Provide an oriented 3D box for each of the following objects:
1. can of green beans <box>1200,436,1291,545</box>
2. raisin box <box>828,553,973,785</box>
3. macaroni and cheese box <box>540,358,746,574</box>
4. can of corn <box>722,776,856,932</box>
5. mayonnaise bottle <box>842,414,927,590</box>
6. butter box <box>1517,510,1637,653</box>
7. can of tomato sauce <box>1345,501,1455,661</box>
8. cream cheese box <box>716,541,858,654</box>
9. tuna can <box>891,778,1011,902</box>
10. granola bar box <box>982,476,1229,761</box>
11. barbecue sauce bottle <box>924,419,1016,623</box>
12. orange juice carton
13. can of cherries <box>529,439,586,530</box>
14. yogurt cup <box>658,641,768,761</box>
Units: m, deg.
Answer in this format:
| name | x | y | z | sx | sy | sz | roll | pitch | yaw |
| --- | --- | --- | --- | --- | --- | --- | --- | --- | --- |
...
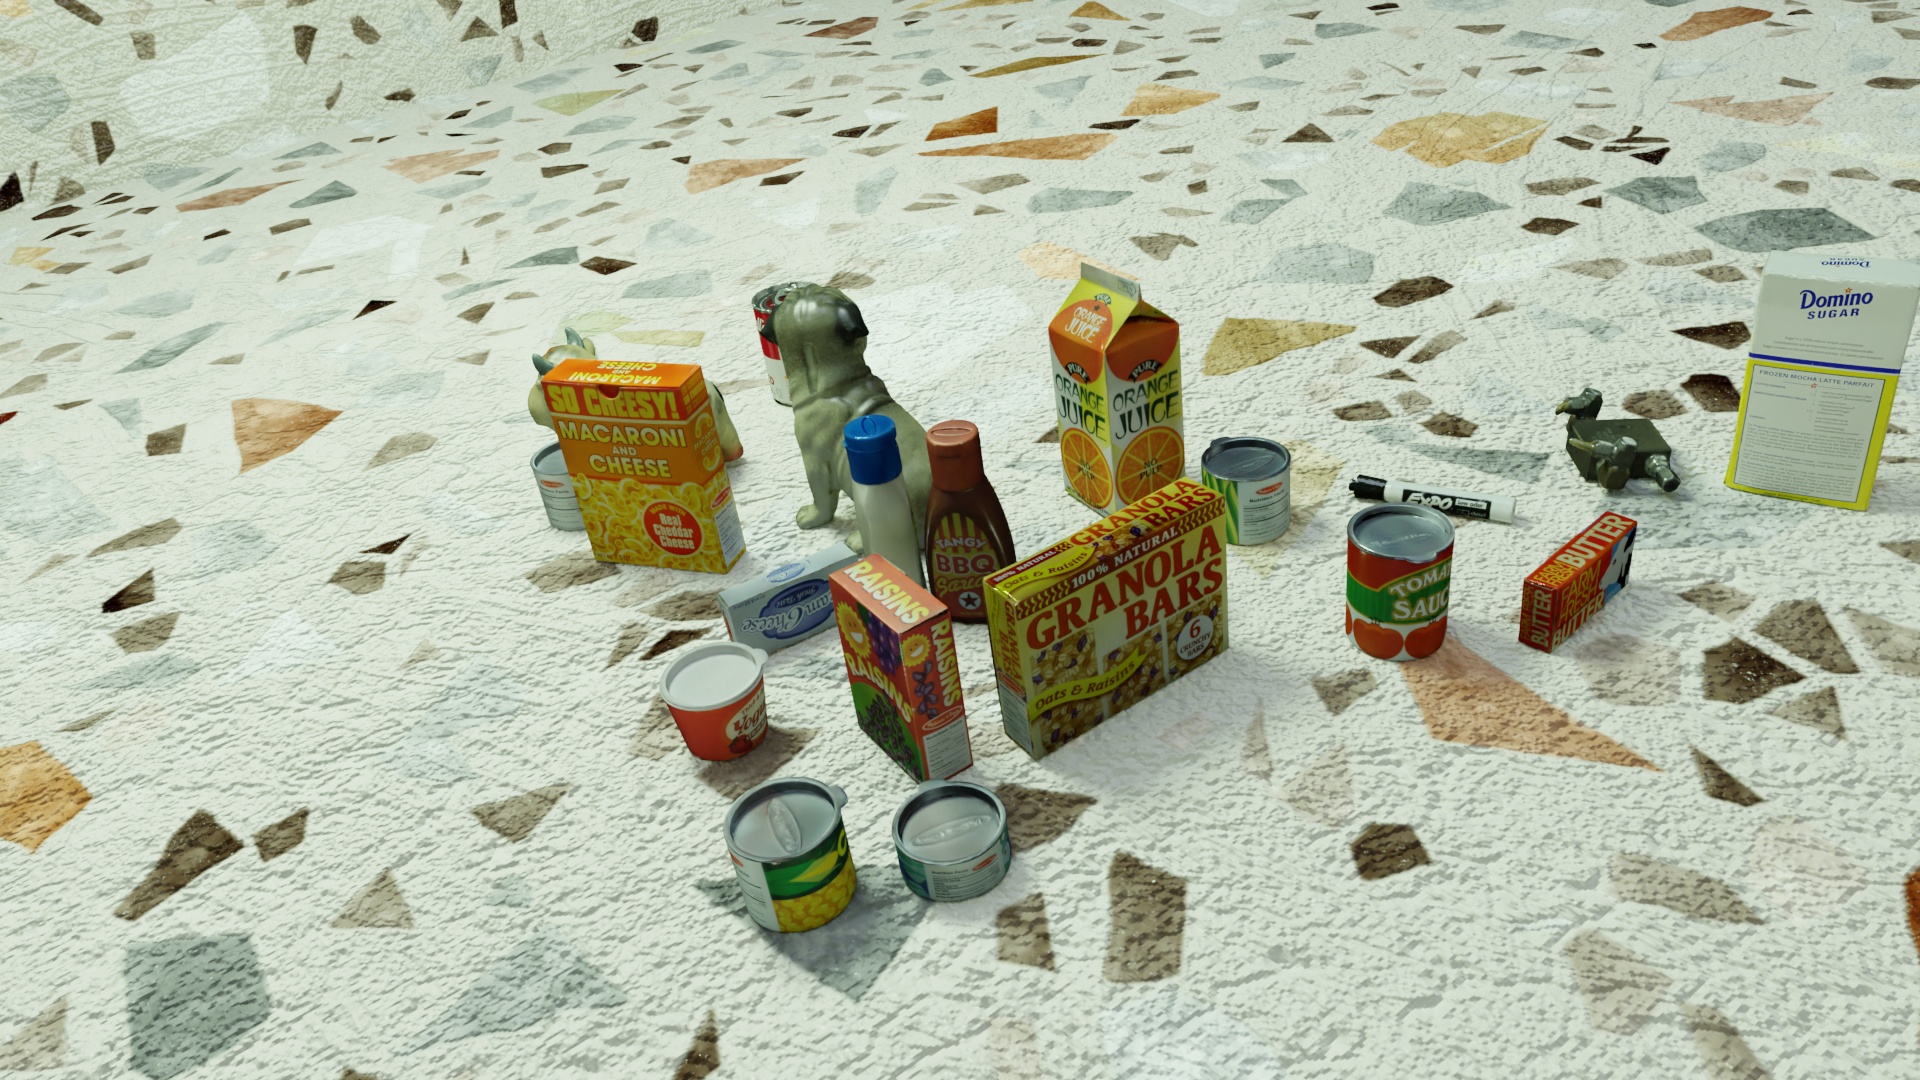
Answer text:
| name | x | y | z | sx | sy | sz | roll | pitch | yaw |
| --- | --- | --- | --- | --- | --- | --- | --- | --- | --- |
| can of green beans | 0.216 | -0.038 | 1.048 | 0.071 | 0.057 | 0.071 | -6 | 32 | 4 |
| raisin box | -0.036 | 0.080 | 0.860 | 0.040 | 0.122 | 0.086 | -25 | 36 | -24 |
| macaroni and cheese box | -0.244 | -0.057 | 1.080 | 0.124 | 0.165 | 0.040 | 5 | 35 | 20 |
| can of corn | -0.093 | 0.176 | 0.784 | 0.071 | 0.058 | 0.071 | -6 | 32 | 4 |
| mayonnaise bottle | -0.053 | -0.017 | 0.993 | 0.041 | 0.147 | 0.065 | -13 | 33 | -7 |
| butter box | 0.405 | 0.027 | 0.909 | 0.104 | 0.052 | 0.024 | -30 | 38 | -30 |
| can of tomato sauce | 0.287 | 0.028 | 0.906 | 0.071 | 0.082 | 0.071 | -6 | 32 | 4 |
| cream cheese box | -0.120 | 0.045 | 0.999 | 0.104 | 0.053 | 0.024 | -24 | 35 | -23 |
| tuna can | -0.005 | 0.171 | 0.797 | 0.071 | 0.032 | 0.071 | -6 | 33 | 4 |
| granola bar box | 0.096 | 0.047 | 0.881 | 0.166 | 0.123 | 0.039 | -26 | 36 | -25 |
| barbecue sauce bottle | 0.003 | -0.012 | 0.972 | 0.065 | 0.147 | 0.044 | 0 | 33 | 13 |
| orange juice carton | 0.121 | -0.117 | 1.068 | 0.073 | 0.191 | 0.072 | -24 | 36 | -23 |
| can of cherries | -0.326 | -0.051 | 1.190 | 0.071 | 0.058 | 0.072 | -6 | 32 | 4 |
| yogurt cup | -0.158 | 0.107 | 0.911 | 0.072 | 0.053 | 0.073 | -6 | 32 | 4 |
